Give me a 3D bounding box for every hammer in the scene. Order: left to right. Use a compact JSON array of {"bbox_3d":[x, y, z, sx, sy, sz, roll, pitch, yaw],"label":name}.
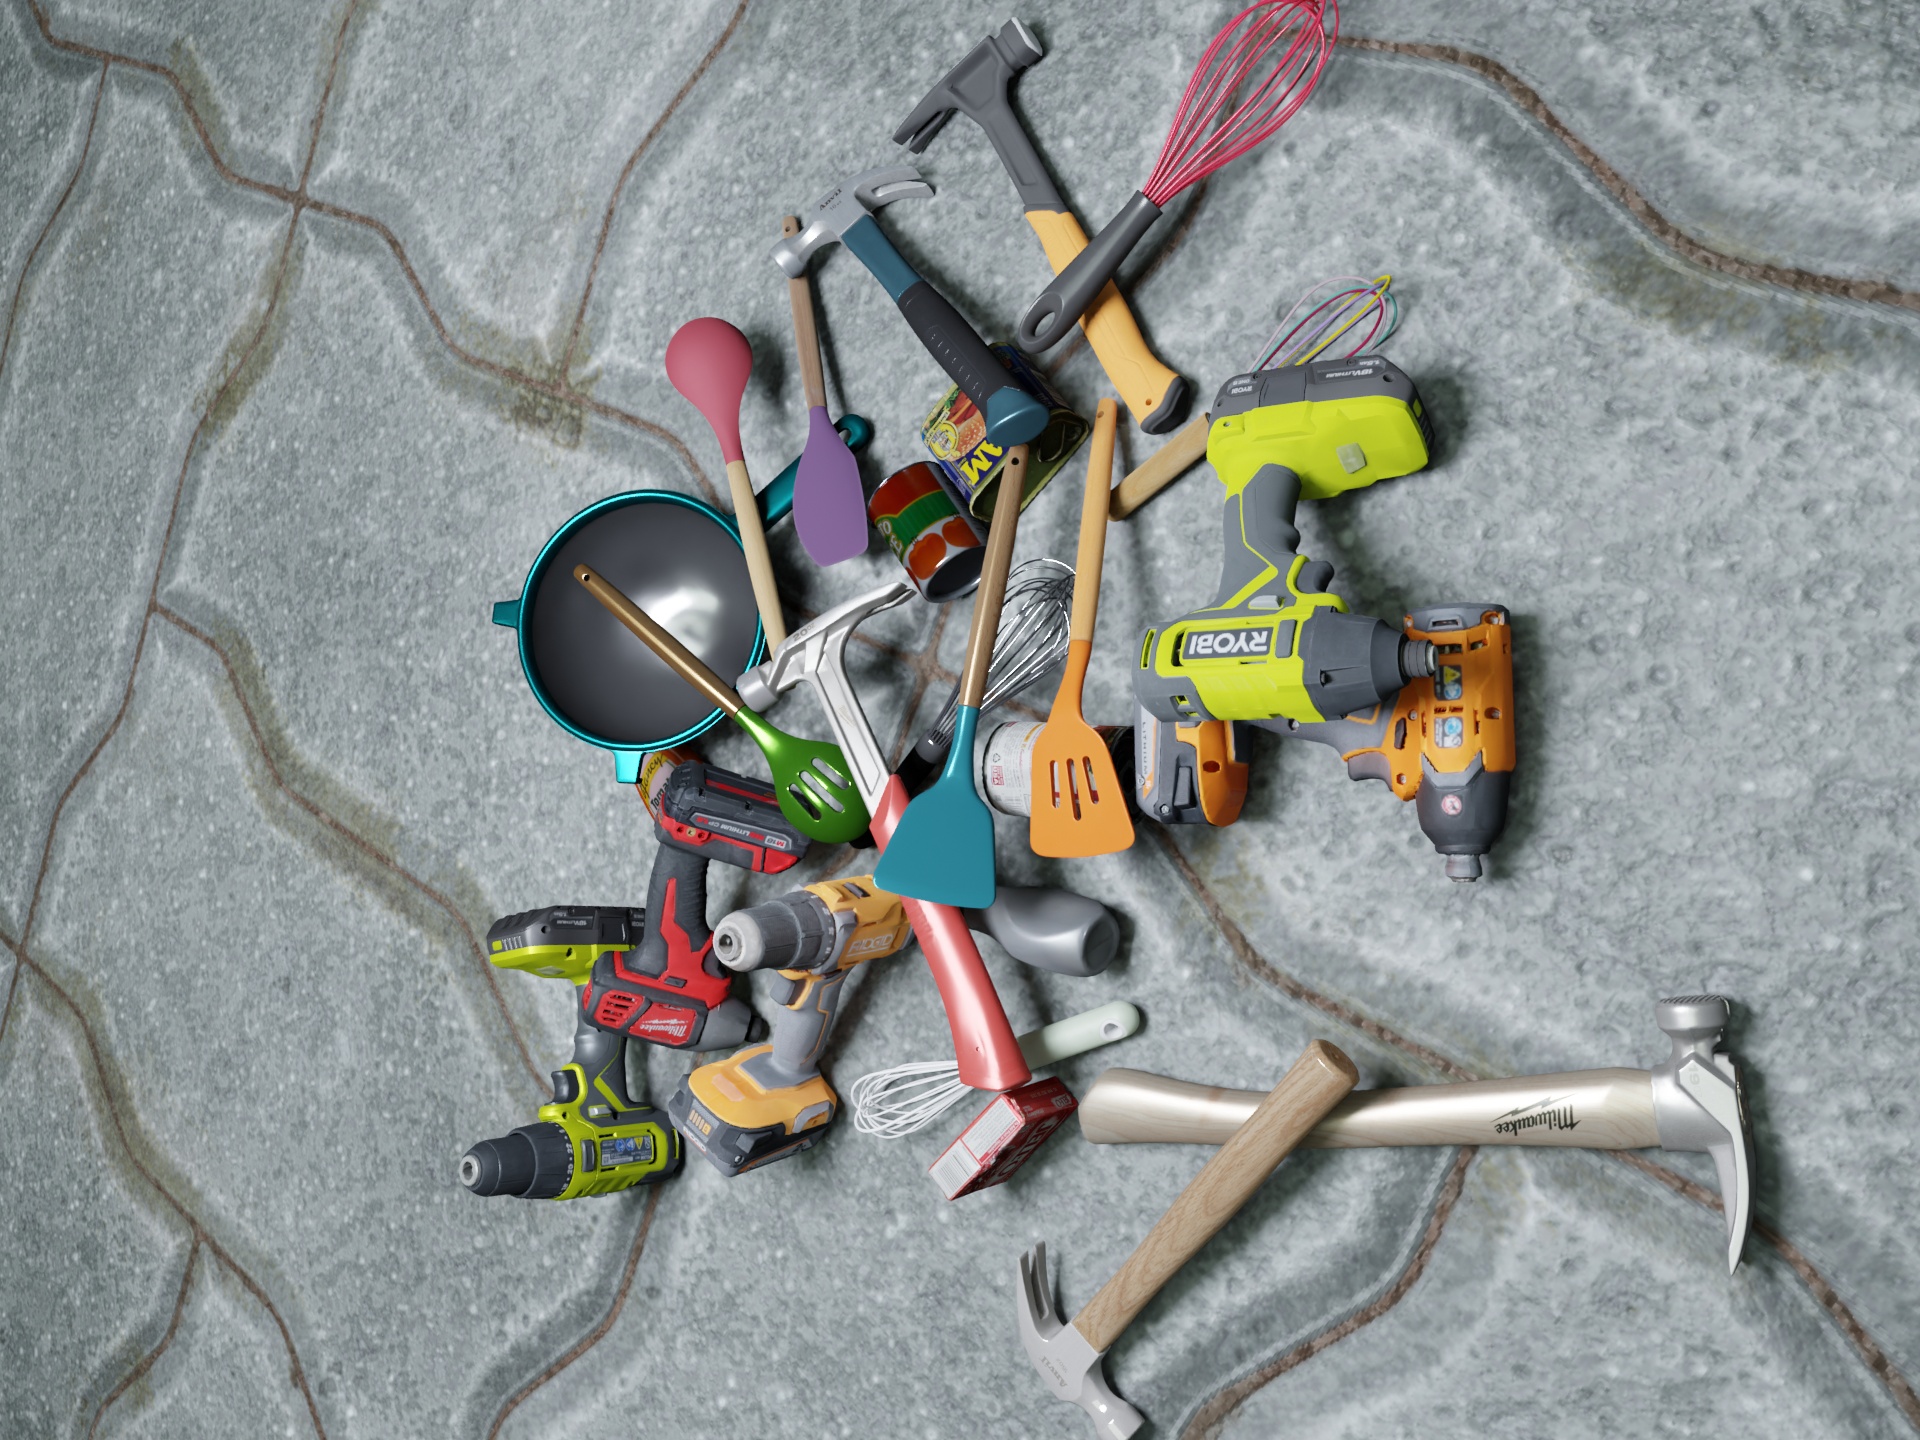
[{"bbox_3d":[-0.030,0.084,1.104,0.149,0.036,0.359,-30,71,15],"label":"hammer"},{"bbox_3d":[-0.029,-0.300,1.154,0.128,0.033,0.331,-40,52,9],"label":"hammer"},{"bbox_3d":[0.066,-0.340,1.139,0.127,0.034,0.337,-35,68,26],"label":"hammer"},{"bbox_3d":[0.142,0.323,1.015,0.130,0.031,0.331,44,118,22],"label":"hammer"},{"bbox_3d":[0.257,0.251,0.969,0.411,0.038,0.146,-10,82,34],"label":"hammer"}]

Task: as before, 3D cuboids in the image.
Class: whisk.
[{"bbox_3d":[-0.003,-0.005,1.157,0.284,0.070,0.070,-50,62,26],"label":"whisk"},{"bbox_3d":[0.021,0.245,1.130,0.246,0.059,0.057,-26,110,27],"label":"whisk"},{"bbox_3d":[0.139,-0.361,1.058,0.296,0.073,0.073,-48,63,17],"label":"whisk"},{"bbox_3d":[0.186,-0.209,1.050,0.245,0.051,0.047,-38,44,31],"label":"whisk"}]

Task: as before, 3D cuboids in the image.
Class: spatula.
[{"bbox_3d":[-0.116,-0.263,1.243,0.060,0.018,0.316,-17,68,19],"label":"spatula"},{"bbox_3d":[0.012,-0.035,1.069,0.082,0.044,0.317,10,86,8],"label":"spatula"},{"bbox_3d":[0.087,-0.069,1.060,0.081,0.041,0.323,-9,64,38],"label":"spatula"}]

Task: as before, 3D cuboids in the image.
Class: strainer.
[{"bbox_3d":[-0.195,-0.116,1.284,0.340,0.095,0.211,-42,76,3],"label":"strainer"}]

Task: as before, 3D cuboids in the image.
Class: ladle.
[{"bbox_3d":[-0.169,-0.173,1.225,0.069,0.031,0.315,-14,79,-2],"label":"ladle"}]

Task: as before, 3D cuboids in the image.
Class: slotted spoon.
[{"bbox_3d":[-0.186,-0.020,1.207,0.314,0.031,0.070,41,92,16],"label":"slotted spoon"}]

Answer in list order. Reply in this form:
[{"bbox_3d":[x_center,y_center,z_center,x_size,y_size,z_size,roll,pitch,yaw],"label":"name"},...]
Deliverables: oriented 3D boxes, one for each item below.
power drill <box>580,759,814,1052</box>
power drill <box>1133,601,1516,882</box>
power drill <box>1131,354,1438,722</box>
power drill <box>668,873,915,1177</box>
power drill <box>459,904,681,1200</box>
[{"bbox_3d":[-0.196,0.155,1.236,0.079,0.143,0.219,-123,53,-71],"label":"power drill"},{"bbox_3d":[0.225,0.018,0.981,0.226,0.084,0.164,-4,85,30],"label":"power drill"},{"bbox_3d":[0.206,-0.103,0.945,0.171,0.080,0.223,-2,59,32],"label":"power drill"},{"bbox_3d":[-0.134,0.217,1.154,0.084,0.185,0.226,35,109,30],"label":"power drill"},{"bbox_3d":[-0.317,0.268,1.276,0.080,0.190,0.229,-16,74,36],"label":"power drill"}]
